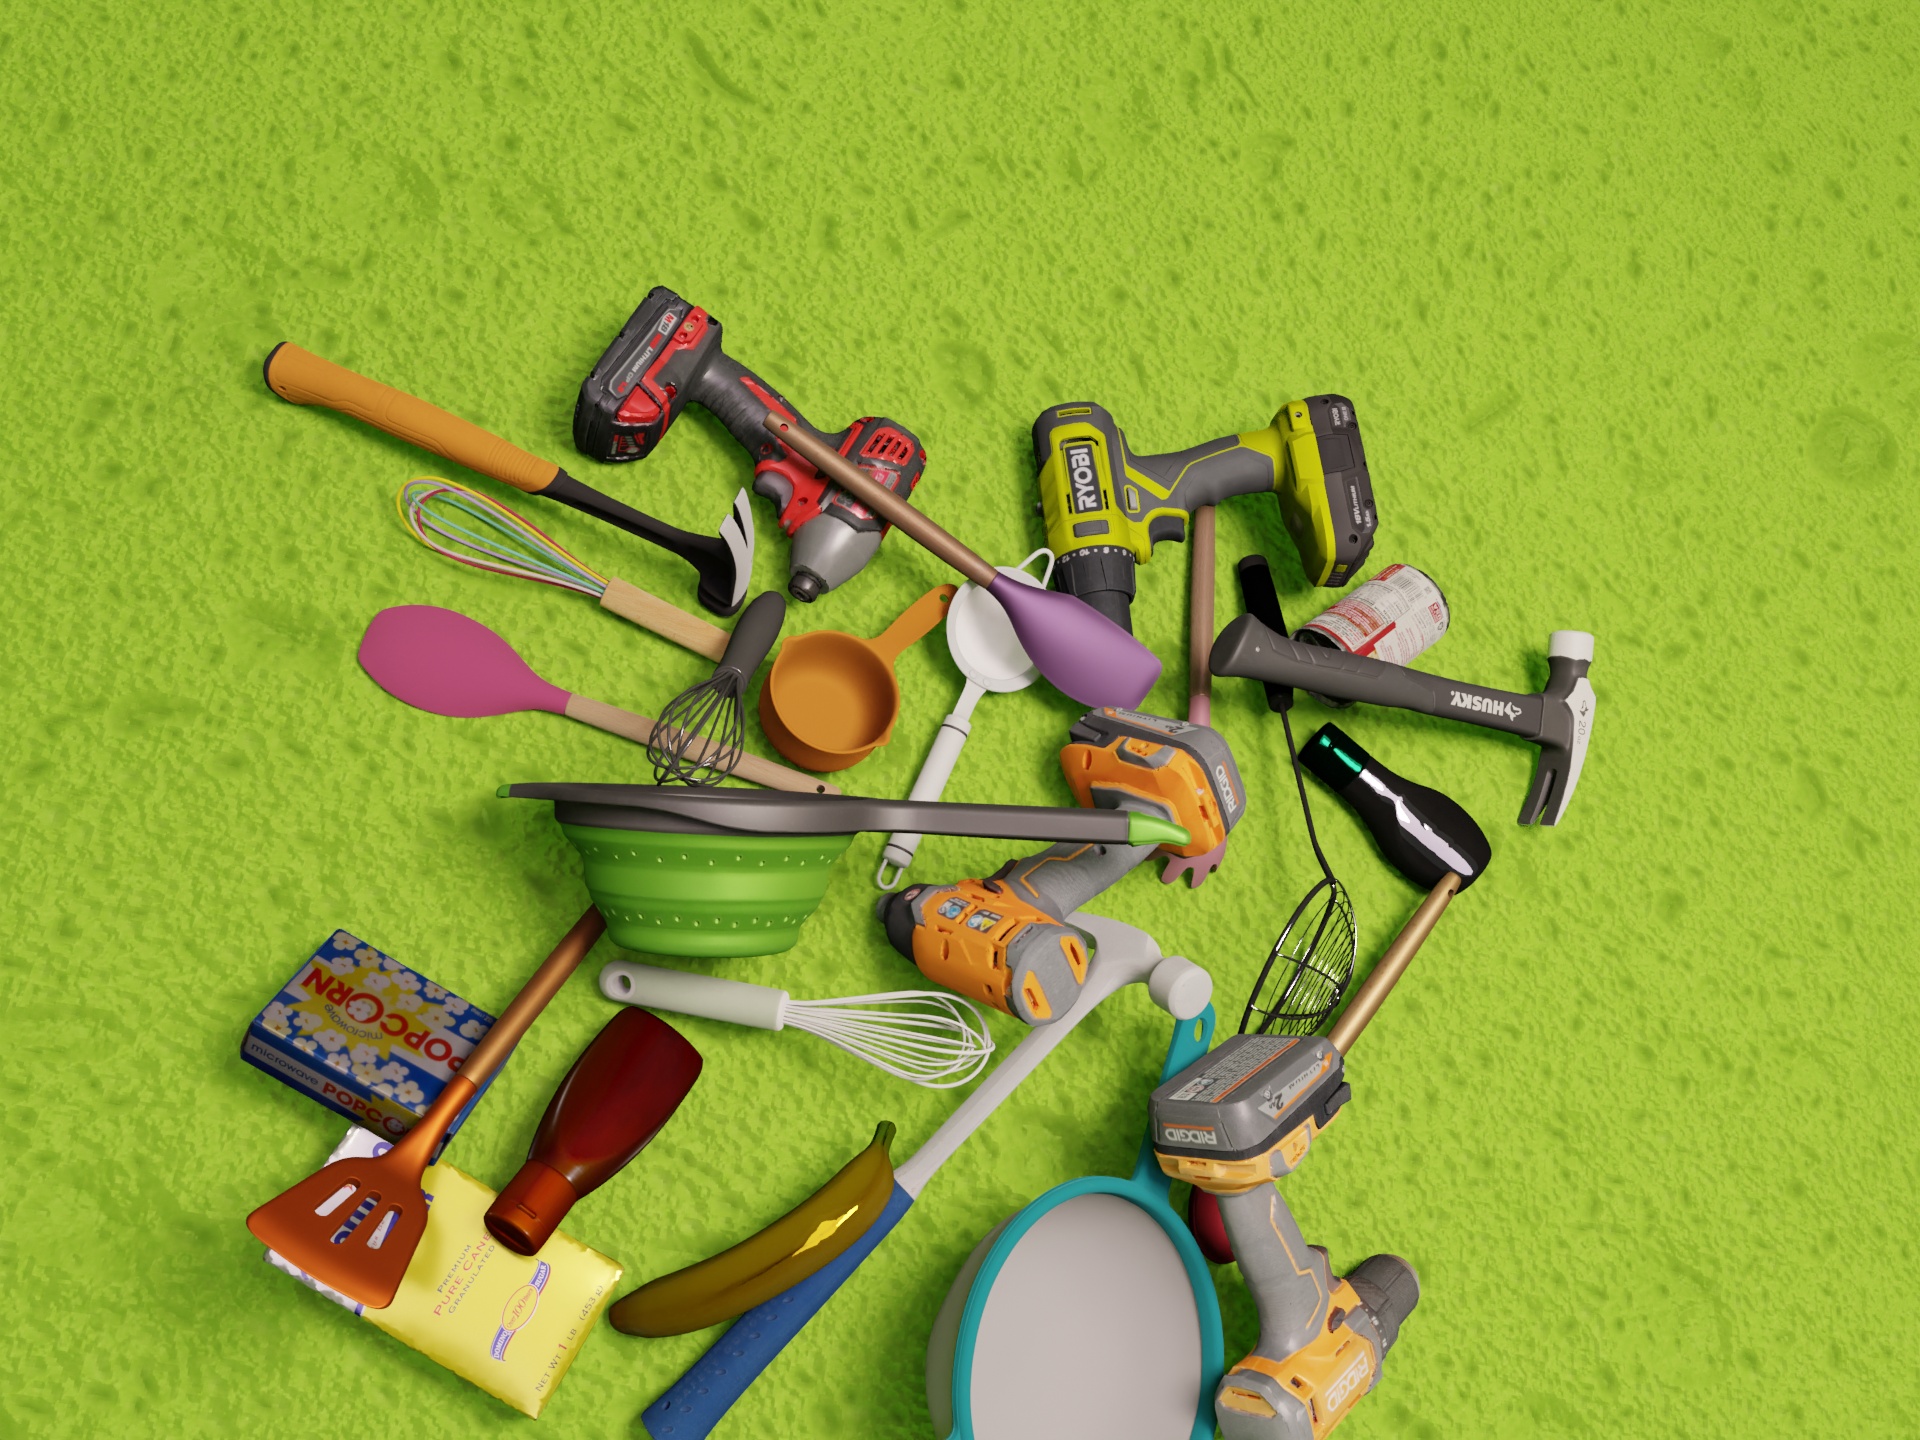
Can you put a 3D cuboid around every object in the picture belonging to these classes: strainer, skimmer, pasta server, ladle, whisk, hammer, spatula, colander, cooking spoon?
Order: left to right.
[{"bbox_3d":[-0.259,0.180,0.884,0.081,0.041,0.323,33,43,-1],"label":"spatula"},{"bbox_3d":[-0.290,-0.167,1.024,0.337,0.127,0.034,24,67,0],"label":"hammer"},{"bbox_3d":[-0.254,-0.093,1.044,0.245,0.051,0.047,26,93,-10],"label":"whisk"},{"bbox_3d":[-0.229,-0.003,1.028,0.319,0.017,0.069,20,69,-7],"label":"cooking spoon"},{"bbox_3d":[-0.142,-0.027,0.983,0.055,0.055,0.239,25,29,-6],"label":"whisk"},{"bbox_3d":[-0.100,0.177,0.966,0.246,0.059,0.058,10,93,5],"label":"whisk"},{"bbox_3d":[-0.068,0.091,0.927,0.397,0.204,0.094,3,89,5],"label":"colander"},{"bbox_3d":[-0.030,0.269,0.953,0.405,0.144,0.035,-44,124,-15],"label":"hammer"},{"bbox_3d":[-0.002,-0.003,1.077,0.086,0.050,0.258,32,72,-23],"label":"strainer"},{"bbox_3d":[-0.001,-0.107,1.064,0.316,0.018,0.060,36,87,-7],"label":"spatula"},{"bbox_3d":[0.073,0.321,0.955,0.210,0.095,0.341,40,56,-28],"label":"strainer"},{"bbox_3d":[0.169,-0.037,1.143,0.060,0.040,0.316,10,66,-11],"label":"pasta server"},{"bbox_3d":[0.204,0.045,1.099,0.090,0.127,0.364,-10,61,7],"label":"skimmer"},{"bbox_3d":[0.245,0.221,1.056,0.315,0.031,0.069,-49,116,-18],"label":"ladle"},{"bbox_3d":[0.314,-0.016,1.110,0.334,0.035,0.146,10,85,-27],"label":"hammer"}]

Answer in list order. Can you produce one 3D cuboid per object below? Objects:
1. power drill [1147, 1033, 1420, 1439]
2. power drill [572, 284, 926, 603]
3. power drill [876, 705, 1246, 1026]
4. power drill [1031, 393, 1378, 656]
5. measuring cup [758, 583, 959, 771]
[{"bbox_3d":[0.208,0.307,0.965,0.185,0.084,0.226,-20,97,-45],"label":"power drill"},{"bbox_3d":[-0.145,-0.181,1.082,0.219,0.078,0.143,31,67,-7],"label":"power drill"},{"bbox_3d":[0.057,0.087,1.016,0.226,0.164,0.084,-41,124,-28],"label":"power drill"},{"bbox_3d":[0.170,-0.140,1.129,0.228,0.080,0.191,-7,72,0],"label":"power drill"},{"bbox_3d":[-0.063,-0.034,1.068,0.095,0.052,0.174,45,56,2],"label":"measuring cup"}]
